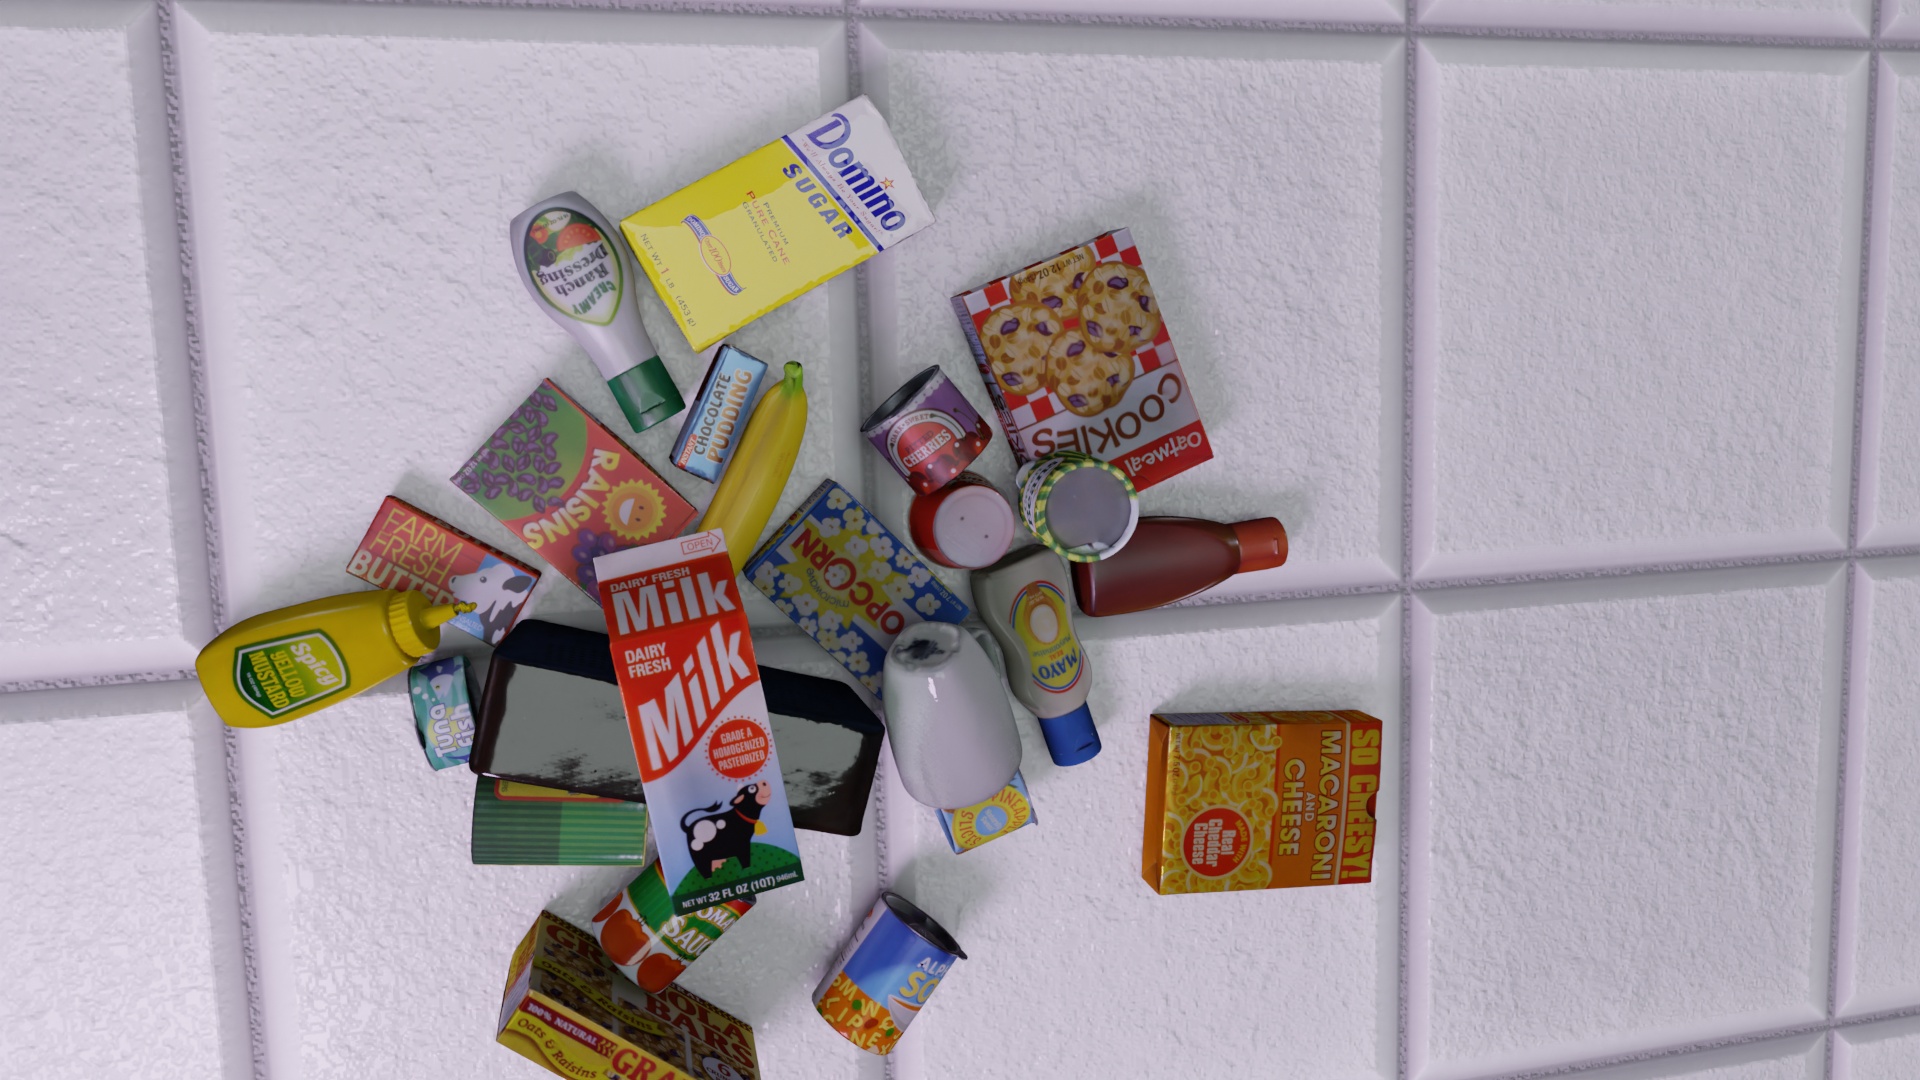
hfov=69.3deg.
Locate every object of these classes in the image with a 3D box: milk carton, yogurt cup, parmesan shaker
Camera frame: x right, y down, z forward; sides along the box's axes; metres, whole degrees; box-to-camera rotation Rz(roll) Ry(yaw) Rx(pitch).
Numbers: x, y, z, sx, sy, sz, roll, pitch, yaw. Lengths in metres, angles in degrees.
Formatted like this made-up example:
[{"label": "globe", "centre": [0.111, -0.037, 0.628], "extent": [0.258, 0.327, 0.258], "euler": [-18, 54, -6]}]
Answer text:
[{"label": "milk carton", "centre": [-0.141, 0.093, 0.747], "extent": [0.072, 0.073, 0.190], "euler": [-14, 97, -13]}, {"label": "yogurt cup", "centre": [0.003, -0.011, 0.917], "extent": [0.072, 0.054, 0.072], "euler": [-2, 97, -13]}, {"label": "parmesan shaker", "centre": [-0.248, 0.171, 0.866], "extent": [0.103, 0.071, 0.071], "euler": [4, 95, -14]}]

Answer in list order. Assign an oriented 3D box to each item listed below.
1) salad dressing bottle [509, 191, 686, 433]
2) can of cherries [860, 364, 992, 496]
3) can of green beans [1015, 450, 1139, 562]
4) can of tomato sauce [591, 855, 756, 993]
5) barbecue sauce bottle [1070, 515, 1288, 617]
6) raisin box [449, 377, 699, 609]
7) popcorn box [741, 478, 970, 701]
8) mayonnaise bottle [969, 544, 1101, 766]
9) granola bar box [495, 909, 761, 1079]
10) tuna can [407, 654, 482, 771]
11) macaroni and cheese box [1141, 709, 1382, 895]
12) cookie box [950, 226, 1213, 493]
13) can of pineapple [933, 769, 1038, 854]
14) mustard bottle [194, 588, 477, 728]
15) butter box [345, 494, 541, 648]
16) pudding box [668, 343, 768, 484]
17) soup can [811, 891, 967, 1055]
[{"label": "salad dressing bottle", "centre": [-0.220, -0.138, 0.854], "extent": [0.064, 0.044, 0.147], "euler": [-29, 102, -8]}, {"label": "can of cherries", "centre": [-0.022, -0.070, 0.896], "extent": [0.071, 0.071, 0.058], "euler": [-42, 104, -6]}, {"label": "can of green beans", "centre": [0.075, -0.022, 0.889], "extent": [0.071, 0.058, 0.071], "euler": [-2, 99, -10]}, {"label": "can of tomato sauce", "centre": [-0.183, 0.238, 0.890], "extent": [0.083, 0.071, 0.071], "euler": [-43, 104, -5]}, {"label": "barbecue sauce bottle", "centre": [0.152, 0.012, 0.961], "extent": [0.149, 0.044, 0.064], "euler": [-9, 98, -13]}, {"label": "raisin box", "centre": [-0.238, -0.029, 0.864], "extent": [0.123, 0.040, 0.086], "euler": [43, 84, -15]}, {"label": "popcorn box", "centre": [-0.069, 0.032, 0.912], "extent": [0.126, 0.038, 0.085], "euler": [44, 84, -14]}, {"label": "mayonnaise bottle", "centre": [0.058, 0.080, 0.945], "extent": [0.065, 0.041, 0.147], "euler": [-24, 102, -22]}, {"label": "granola bar box", "centre": [-0.203, 0.307, 0.864], "extent": [0.165, 0.124, 0.039], "euler": [35, 88, -15]}, {"label": "tuna can", "centre": [-0.310, 0.105, 0.844], "extent": [0.033, 0.071, 0.071], "euler": [-14, 99, -13]}, {"label": "macaroni and cheese box", "centre": [0.217, 0.187, 0.997], "extent": [0.167, 0.040, 0.123], "euler": [0, 97, -14]}, {"label": "cookie box", "centre": [0.083, -0.108, 0.932], "extent": [0.123, 0.040, 0.167], "euler": [-25, 102, -10]}, {"label": "can of pineapple", "centre": [0.012, 0.170, 0.930], "extent": [0.058, 0.071, 0.071], "euler": [-22, 101, -10]}, {"label": "mustard bottle", "centre": [-0.364, 0.061, 0.823], "extent": [0.160, 0.049, 0.065], "euler": [-19, 109, 2]}, {"label": "butter box", "centre": [-0.318, 0.019, 0.857], "extent": [0.103, 0.024, 0.053], "euler": [31, 89, -15]}, {"label": "pudding box", "centre": [-0.153, -0.081, 0.873], "extent": [0.030, 0.050, 0.083], "euler": [24, 90, -17]}, {"label": "soup can", "centre": [-0.048, 0.291, 0.929], "extent": [0.071, 0.071, 0.084], "euler": [36, 88, -15]}]
